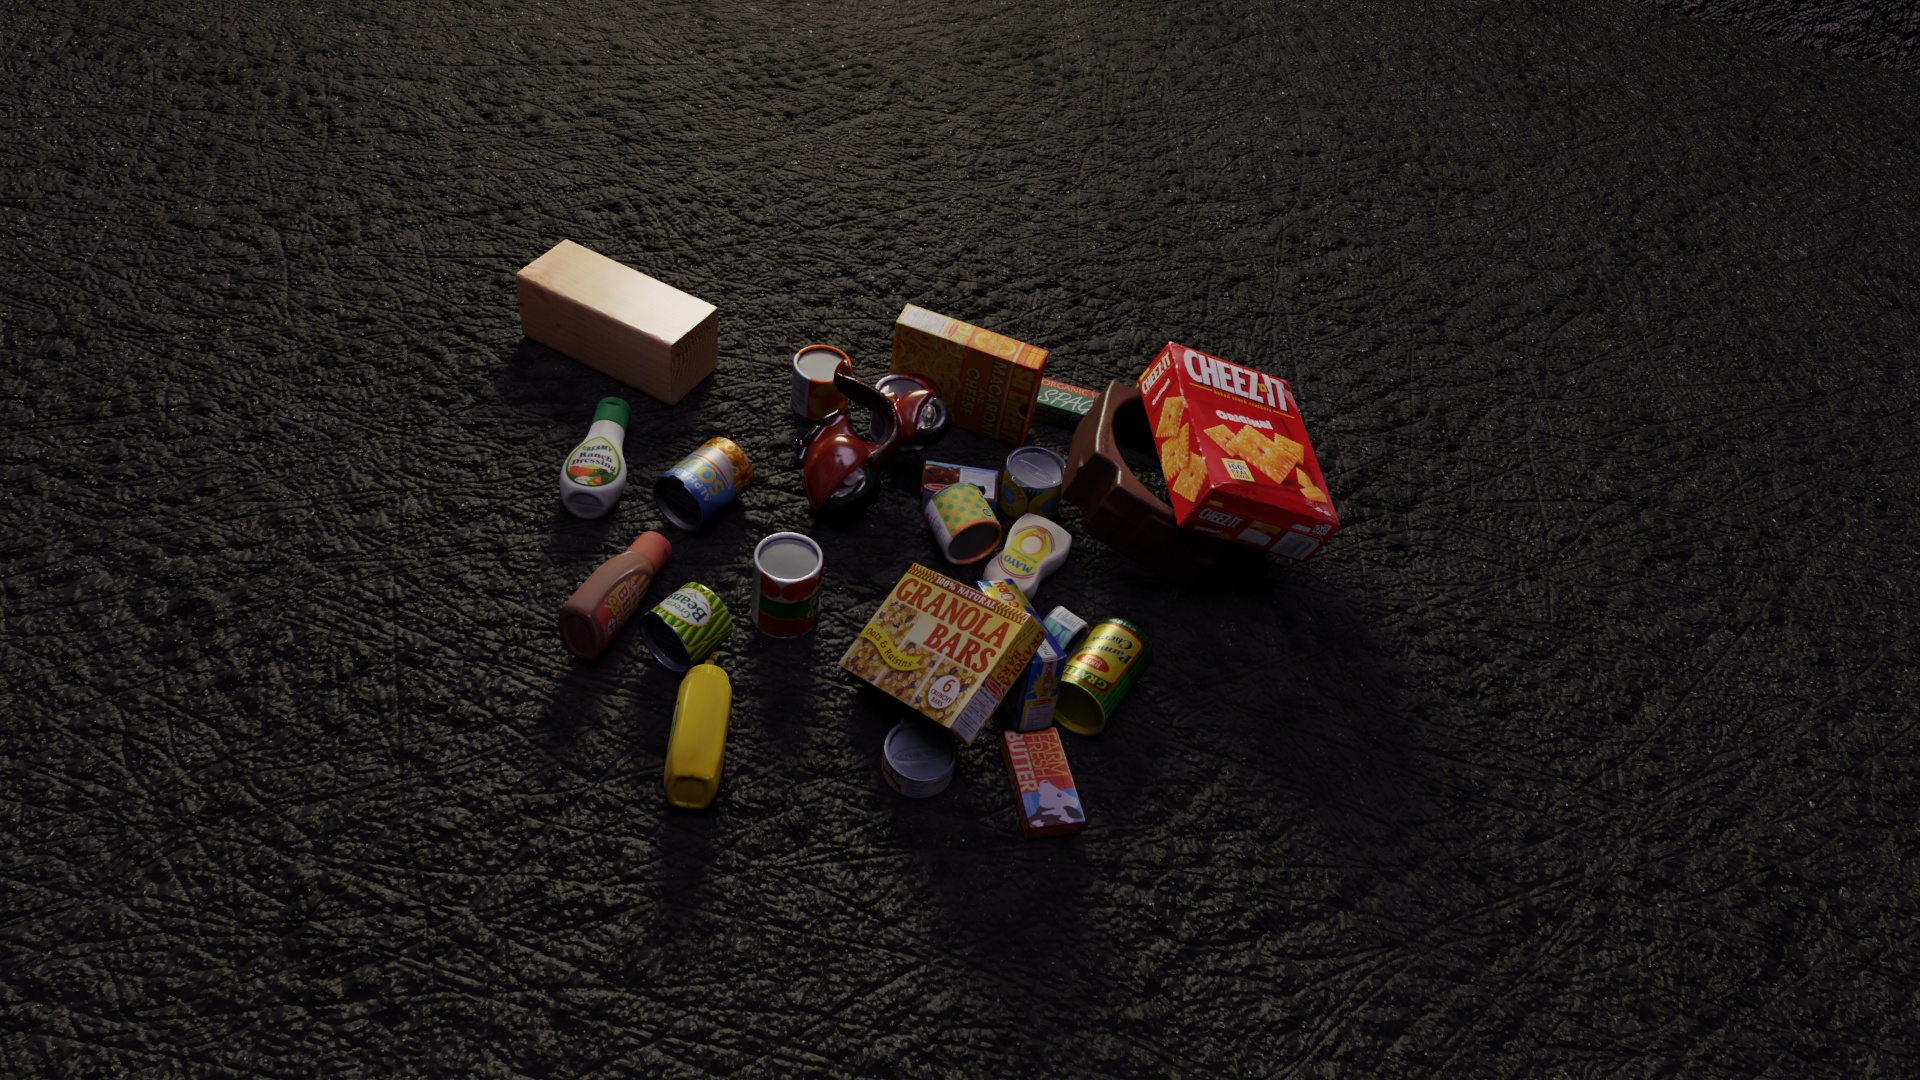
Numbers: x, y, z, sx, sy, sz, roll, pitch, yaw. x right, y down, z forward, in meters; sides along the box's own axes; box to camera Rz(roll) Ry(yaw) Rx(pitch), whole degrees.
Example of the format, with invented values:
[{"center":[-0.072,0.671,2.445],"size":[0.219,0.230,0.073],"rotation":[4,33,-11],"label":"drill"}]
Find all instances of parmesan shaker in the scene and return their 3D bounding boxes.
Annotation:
[{"center":[0.130,0.127,1.323],"size":[0.071,0.071,0.103],"rotation":[30,48,17],"label":"parmesan shaker"}]

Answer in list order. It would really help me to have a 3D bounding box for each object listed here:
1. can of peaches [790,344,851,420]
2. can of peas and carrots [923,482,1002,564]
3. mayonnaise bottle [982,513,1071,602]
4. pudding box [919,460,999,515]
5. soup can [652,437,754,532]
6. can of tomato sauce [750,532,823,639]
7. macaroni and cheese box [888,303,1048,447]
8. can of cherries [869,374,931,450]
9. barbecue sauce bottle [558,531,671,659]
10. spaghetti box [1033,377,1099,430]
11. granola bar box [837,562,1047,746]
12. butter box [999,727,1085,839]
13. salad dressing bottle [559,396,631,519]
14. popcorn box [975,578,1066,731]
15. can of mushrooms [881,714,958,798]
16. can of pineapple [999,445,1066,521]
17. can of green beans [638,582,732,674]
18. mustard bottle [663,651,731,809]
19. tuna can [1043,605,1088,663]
[{"center":[-0.155,-0.178,1.562],"size":[0.071,0.057,0.071],"rotation":[5,46,-6],"label":"can of peaches"},{"center":[0.005,-0.018,1.434],"size":[0.071,0.070,0.059],"rotation":[-12,51,-21],"label":"can of peas and carrots"},{"center":[0.056,0.034,1.413],"size":[0.065,0.041,0.149],"rotation":[28,47,13],"label":"mayonnaise bottle"},{"center":[-0.001,-0.055,1.495],"size":[0.084,0.030,0.050],"rotation":[8,47,-4],"label":"pudding box"},{"center":[-0.261,-0.060,1.417],"size":[0.071,0.071,0.084],"rotation":[31,48,17],"label":"soup can"},{"center":[-0.165,0.043,1.331],"size":[0.071,0.082,0.071],"rotation":[6,46,-6],"label":"can of tomato sauce"},{"center":[0.005,-0.182,1.553],"size":[0.166,0.123,0.040],"rotation":[20,49,7],"label":"macaroni and cheese box"},{"center":[-0.064,-0.142,1.545],"size":[0.071,0.058,0.072],"rotation":[6,46,-6],"label":"can of cherries"},{"center":[-0.324,0.045,1.314],"size":[0.044,0.064,0.149],"rotation":[13,36,12],"label":"barbecue sauce bottle"},{"center":[0.201,-0.135,1.613],"size":[0.250,0.028,0.050],"rotation":[15,45,3],"label":"spaghetti box"},{"center":[-0.017,0.100,1.259],"size":[0.166,0.039,0.124],"rotation":[23,71,46],"label":"granola bar box"},{"center":[0.073,0.218,1.252],"size":[0.053,0.024,0.104],"rotation":[-3,48,-15],"label":"butter box"},{"center":[-0.374,-0.088,1.441],"size":[0.064,0.043,0.148],"rotation":[8,46,-6],"label":"salad dressing bottle"},{"center":[0.050,0.105,1.297],"size":[0.038,0.084,0.127],"rotation":[-7,36,-22],"label":"popcorn box"},{"center":[-0.037,0.194,1.246],"size":[0.071,0.033,0.071],"rotation":[5,46,-6],"label":"can of mushrooms"},{"center":[0.076,-0.059,1.495],"size":[0.071,0.057,0.071],"rotation":[6,46,-6],"label":"can of pineapple"},{"center":[-0.254,0.081,1.288],"size":[0.071,0.070,0.058],"rotation":[33,49,19],"label":"can of green beans"},{"center":[-0.229,0.158,1.224],"size":[0.049,0.065,0.161],"rotation":[9,40,-10],"label":"mustard bottle"},{"center":[0.091,0.101,1.342],"size":[0.033,0.070,0.071],"rotation":[33,49,18],"label":"tuna can"}]
